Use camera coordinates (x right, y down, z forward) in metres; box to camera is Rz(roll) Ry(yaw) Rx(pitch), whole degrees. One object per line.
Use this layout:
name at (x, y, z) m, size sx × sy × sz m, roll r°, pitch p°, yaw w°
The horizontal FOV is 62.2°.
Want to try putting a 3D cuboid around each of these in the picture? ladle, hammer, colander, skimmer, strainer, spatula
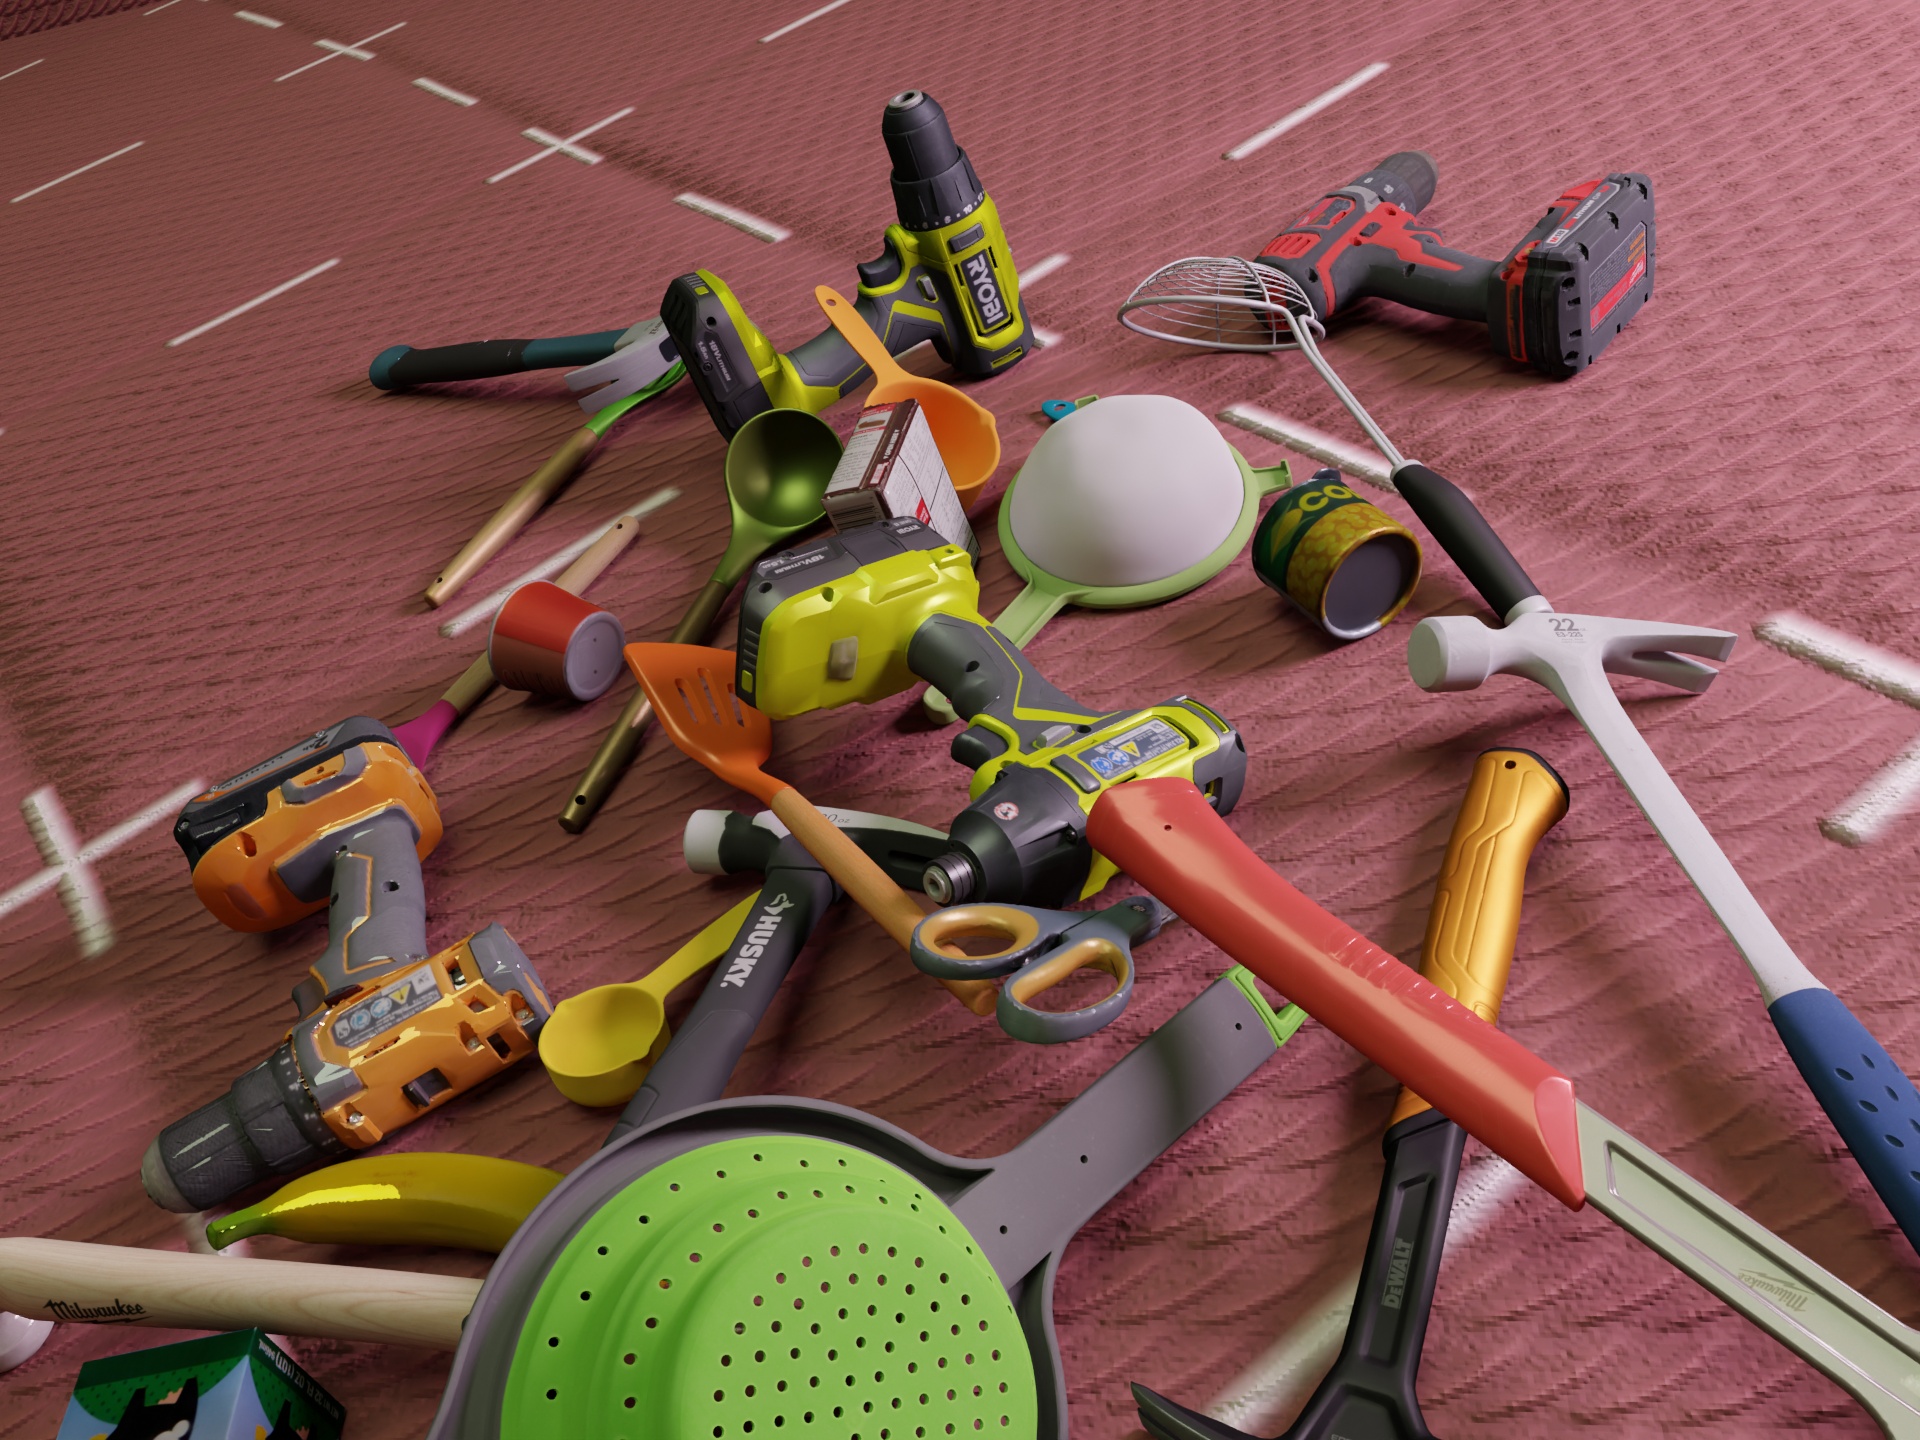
ladle at (-0.153, -0.067, 0.934) m, size 0.078 × 0.062 × 0.320 m, roll 24°, pitch 53°, yaw 1°
hammer at (0.176, 0.134, 0.609) m, size 0.127 × 0.034 × 0.337 m, roll 8°, pitch 47°, yaw 25°
colander at (0.014, 0.174, 0.522) m, size 0.397 × 0.094 × 0.204 m, roll -31°, pitch 82°, yaw -34°
skimmer at (0.207, -0.155, 0.906) m, size 0.127 × 0.090 × 0.364 m, roll 6°, pitch 42°, yaw -34°
hammer at (-0.098, 0.133, 0.643) m, size 0.146 × 0.035 × 0.335 m, roll 2°, pitch 29°, yaw 15°
strainer at (0.058, -0.104, 0.877) m, size 0.152 × 0.069 × 0.256 m, roll 27°, pitch 61°, yaw 31°
spatula at (-0.069, 0.039, 0.732) m, size 0.081 × 0.041 × 0.323 m, roll 5°, pitch 19°, yaw -35°
hammer at (-0.336, -0.281, 1.224) m, size 0.331 × 0.033 × 0.128 m, roll 4°, pitch 47°, yaw 33°
hammer at (0.309, 0.094, 0.586) m, size 0.144 × 0.035 × 0.406 m, roll -3°, pitch 43°, yaw -12°
hammer at (0.171, 0.129, 0.543) m, size 0.149 × 0.036 × 0.359 m, roll -46°, pitch 52°, yaw -11°
hammer at (-0.244, 0.217, 0.604) m, size 0.410 × 0.146 × 0.038 m, roll 0°, pitch 45°, yaw 13°

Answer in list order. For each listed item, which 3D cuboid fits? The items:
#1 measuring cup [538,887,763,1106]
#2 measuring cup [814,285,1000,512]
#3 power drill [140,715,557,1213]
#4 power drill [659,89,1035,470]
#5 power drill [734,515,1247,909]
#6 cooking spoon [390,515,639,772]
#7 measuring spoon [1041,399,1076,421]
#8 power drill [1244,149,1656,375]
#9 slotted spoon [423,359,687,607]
measuring cup at (-0.126, 0.124, 0.743) m, size 0.062 × 0.029 × 0.156 m, roll 19°, pitch 41°, yaw 37°
measuring cup at (-0.048, -0.192, 0.983) m, size 0.095 × 0.052 × 0.174 m, roll -22°, pitch 67°, yaw -33°
power drill at (-0.316, 0.117, 0.773) m, size 0.185 × 0.084 × 0.226 m, roll -30°, pitch 48°, yaw -13°
power drill at (-0.074, -0.282, 1.044) m, size 0.228 × 0.190 × 0.080 m, roll -31°, pitch 40°, yaw -8°
power drill at (-0.001, -0.002, 0.744) m, size 0.171 × 0.080 × 0.223 m, roll -23°, pitch 47°, yaw -36°
cooking spoon at (-0.293, -0.024, 0.964) m, size 0.069 × 0.017 × 0.319 m, roll 17°, pitch 52°, yaw 24°
measuring spoon at (0.097, -0.189, 1.001) m, size 0.042 × 0.021 × 0.129 m, roll -41°, pitch 47°, yaw -24°
power drill at (0.318, -0.304, 1.012) m, size 0.227 × 0.080 × 0.188 m, roll 21°, pitch 54°, yaw 40°
slotted spoon at (-0.281, -0.187, 1.135) m, size 0.070 × 0.031 × 0.314 m, roll 10°, pitch 50°, yaw 29°
